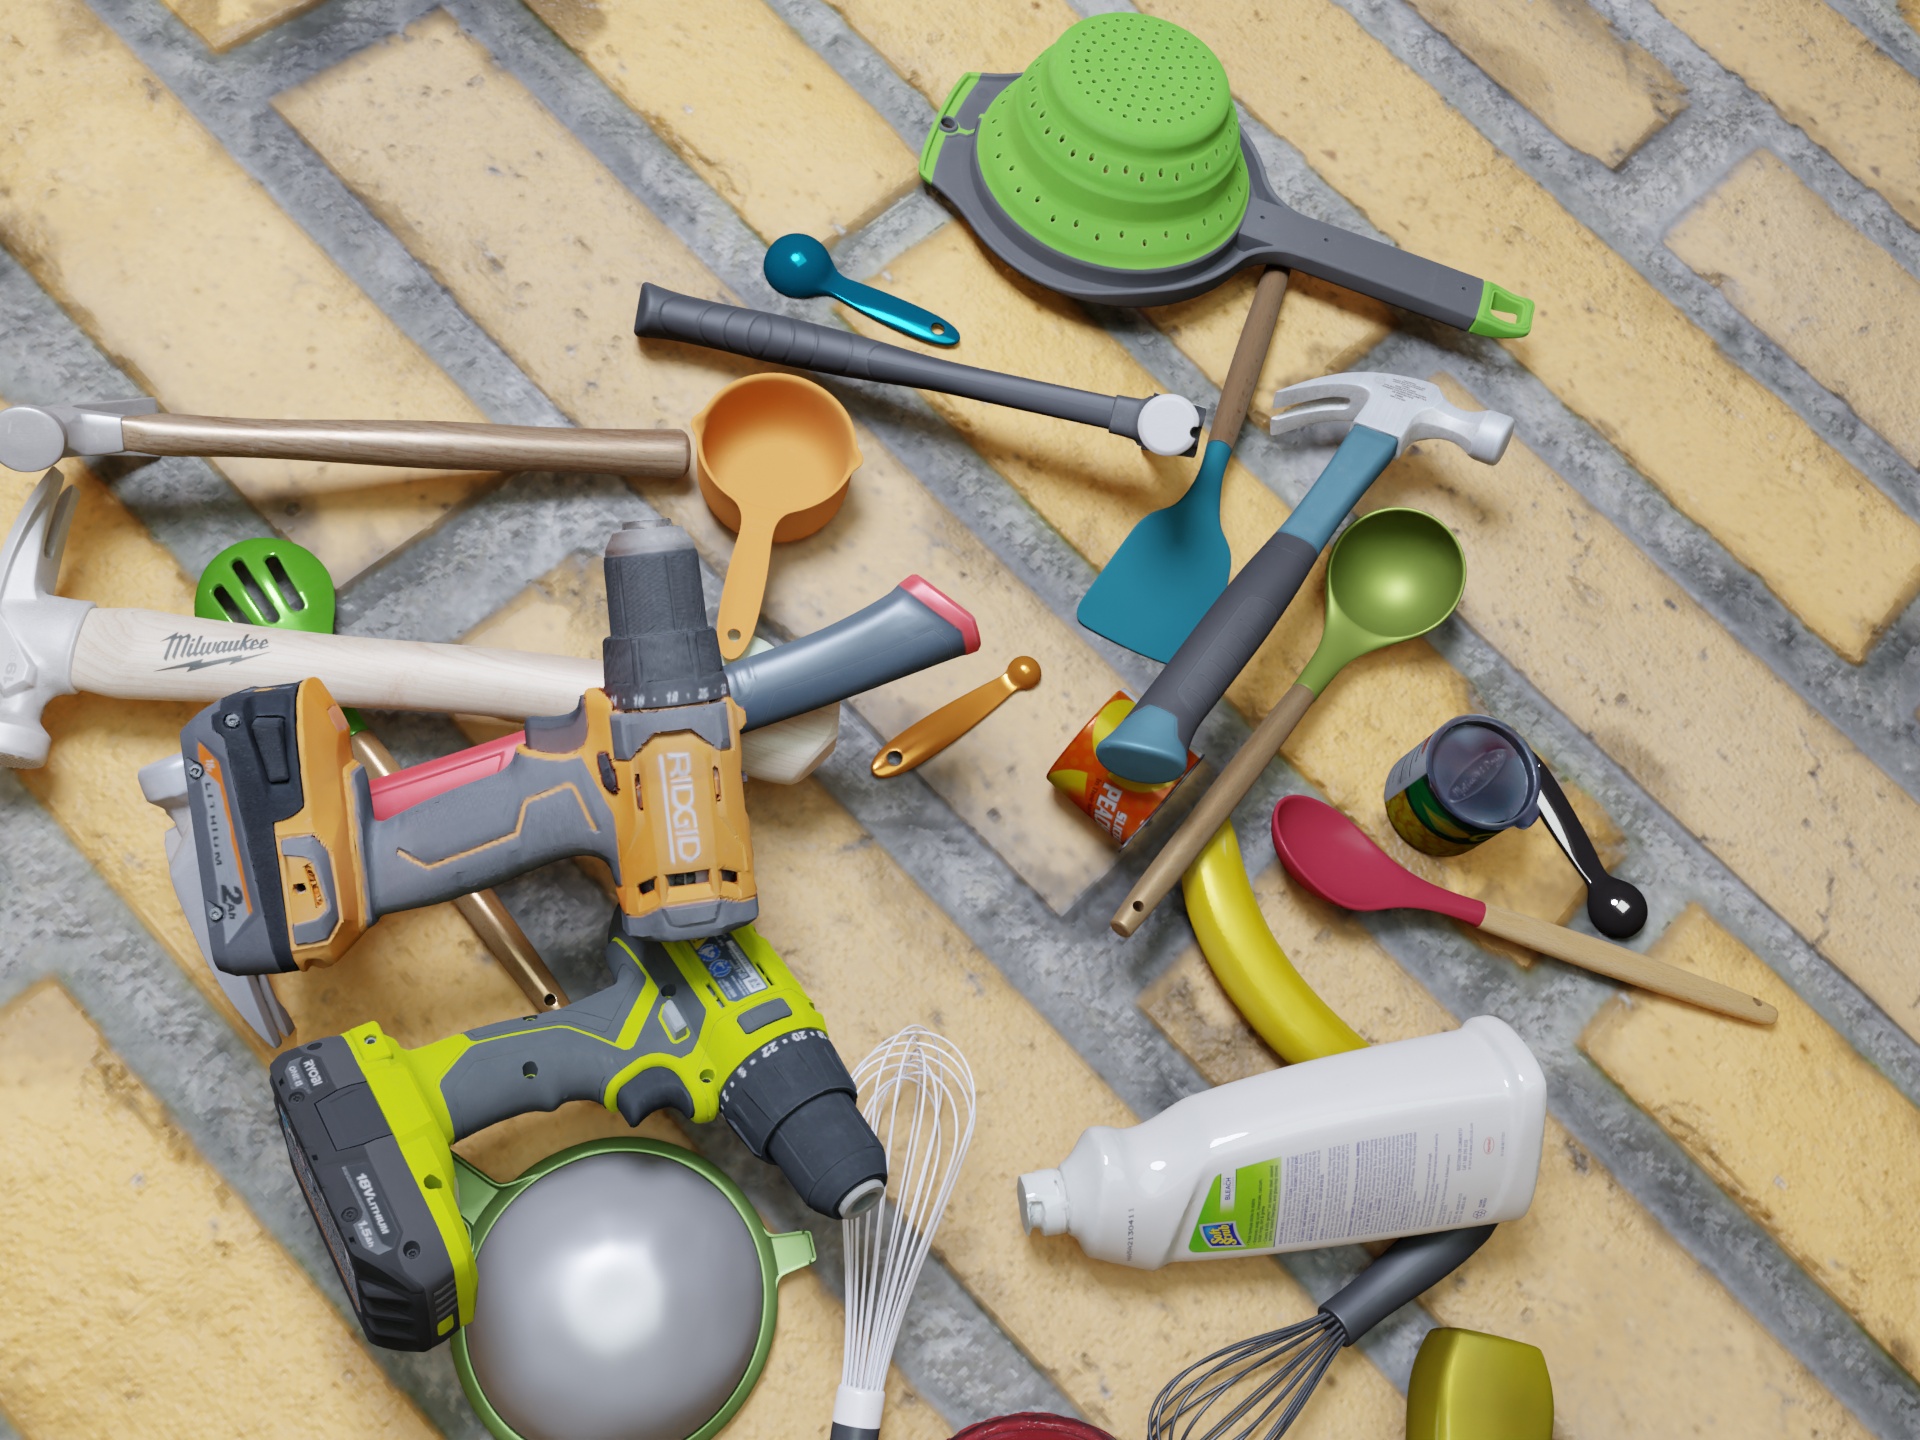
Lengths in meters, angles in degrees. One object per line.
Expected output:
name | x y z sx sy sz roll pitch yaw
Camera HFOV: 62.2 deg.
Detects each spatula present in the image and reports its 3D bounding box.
spatula | 0.158 -0.179 0.968 0.082 0.044 0.318 23 63 -2

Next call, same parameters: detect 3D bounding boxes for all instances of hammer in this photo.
hammer | -0.027 -0.200 0.904 0.335 0.146 0.035 14 102 6
hammer | -0.309 -0.145 0.832 0.331 0.130 0.031 -2 104 -22
hammer | 0.178 -0.086 0.870 0.128 0.033 0.331 26 58 23
hammer | -0.264 -0.030 0.790 0.410 0.038 0.146 6 74 -6
hammer | -0.172 0.028 0.754 0.386 0.038 0.143 -18 99 -5

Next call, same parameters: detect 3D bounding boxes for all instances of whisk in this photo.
whisk | 0.185 0.299 0.782 0.239 0.055 0.055 -27 77 -23
whisk | -0.042 0.284 0.738 0.070 0.070 0.285 11 73 -6

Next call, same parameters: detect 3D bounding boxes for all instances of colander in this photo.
colander | 0.177 -0.333 0.972 0.397 0.094 0.205 20 61 1

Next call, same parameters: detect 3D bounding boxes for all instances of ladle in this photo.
ladle | 0.178 -0.004 0.868 0.078 0.062 0.320 37 62 10
ladle | 0.311 0.114 0.880 0.315 0.031 0.069 20 44 -6

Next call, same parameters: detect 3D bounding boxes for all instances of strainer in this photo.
strainer | -0.199 0.232 0.719 0.256 0.069 0.151 35 68 2

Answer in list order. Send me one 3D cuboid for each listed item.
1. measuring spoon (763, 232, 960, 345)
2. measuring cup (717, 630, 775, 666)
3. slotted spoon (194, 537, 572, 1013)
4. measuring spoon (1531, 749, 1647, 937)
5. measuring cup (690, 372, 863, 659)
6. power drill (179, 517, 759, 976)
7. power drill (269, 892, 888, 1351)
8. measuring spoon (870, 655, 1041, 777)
measuring spoon | -0.058 -0.260 0.956 0.128 0.021 0.042 24 67 0
measuring cup | -0.167 -0.014 0.834 0.167 0.038 0.083 4 69 -11
slotted spoon | -0.289 0.028 0.804 0.070 0.031 0.314 -36 81 -15
measuring spoon | 0.355 0.066 0.912 0.034 0.018 0.124 -23 75 -17
measuring cup | -0.110 -0.104 0.872 0.095 0.052 0.174 12 69 -6
power drill | -0.206 0.012 0.689 0.226 0.084 0.185 -6 97 -11
power drill | -0.161 0.174 0.698 0.228 0.080 0.191 -20 51 -31
measuring spoon | -0.001 -0.003 0.876 0.117 0.011 0.021 -34 79 -20
